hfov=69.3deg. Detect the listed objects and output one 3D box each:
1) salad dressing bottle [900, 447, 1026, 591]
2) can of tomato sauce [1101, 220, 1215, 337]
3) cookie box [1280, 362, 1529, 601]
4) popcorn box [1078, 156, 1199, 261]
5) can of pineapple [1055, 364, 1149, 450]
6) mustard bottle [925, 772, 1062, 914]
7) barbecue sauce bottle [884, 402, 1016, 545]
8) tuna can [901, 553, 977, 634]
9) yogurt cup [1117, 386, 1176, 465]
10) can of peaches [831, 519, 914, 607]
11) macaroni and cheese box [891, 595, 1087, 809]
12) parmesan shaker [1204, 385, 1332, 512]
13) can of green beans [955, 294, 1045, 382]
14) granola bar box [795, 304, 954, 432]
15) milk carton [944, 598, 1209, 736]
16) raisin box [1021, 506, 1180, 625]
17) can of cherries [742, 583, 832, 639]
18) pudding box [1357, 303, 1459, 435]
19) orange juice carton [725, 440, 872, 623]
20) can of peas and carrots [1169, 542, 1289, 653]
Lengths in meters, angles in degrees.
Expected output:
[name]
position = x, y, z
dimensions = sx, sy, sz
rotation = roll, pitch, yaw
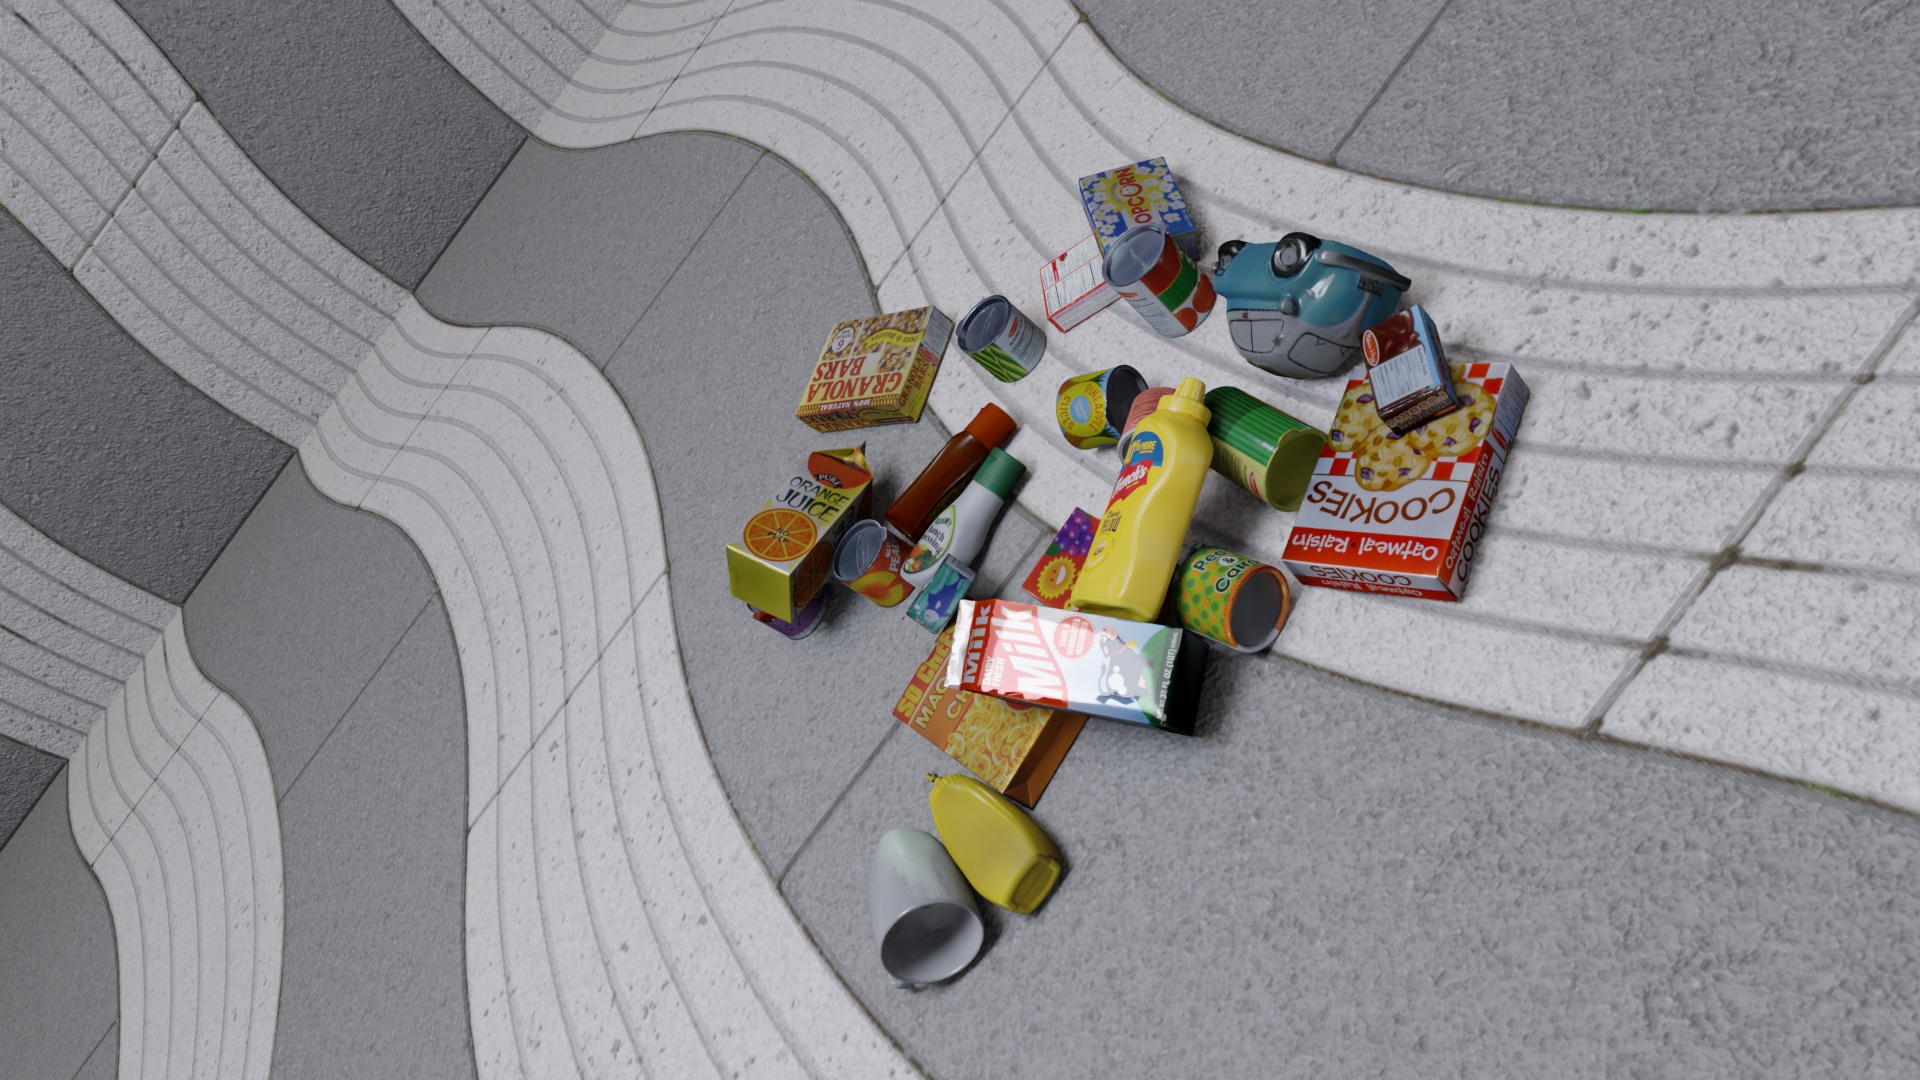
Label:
[salad dressing bottle]
position = 0.005, -0.016, 1.268
dimensions = 0.147, 0.044, 0.064
rotation = -55, 28, -1
[can of tomato sauce]
position = 0.176, -0.229, 1.218
dimensions = 0.071, 0.083, 0.071
rotation = -26, 46, 31
[cookie box]
position = 0.312, -0.044, 0.976
dimensions = 0.123, 0.040, 0.168
rotation = 6, 66, 48
[popcorn box]
position = 0.165, -0.300, 1.291
dimensions = 0.085, 0.038, 0.127
rotation = -14, 47, 2
[can of pineapple]
position = 0.123, -0.114, 1.199
dimensions = 0.057, 0.071, 0.071
rotation = -9, 56, 43
[mustard bottle]
position = 0.016, 0.221, 1.076
dimensions = 0.065, 0.048, 0.160
rotation = -54, 38, 3
[barbecue sauce bottle]
position = -0.008, -0.064, 1.308
dimensions = 0.044, 0.065, 0.148
rotation = 40, 85, 8
[tuna can]
position = -0.018, 0.049, 1.203
dimensions = 0.071, 0.033, 0.071
rotation = -54, 1, 1
[yogurt cup]
position = 0.165, -0.089, 1.142
dimensions = 0.072, 0.072, 0.054
rotation = -20, 41, 36
[can of peaches]
position = -0.077, 0.021, 1.314
dimensions = 0.071, 0.058, 0.071
rotation = -26, 45, 30
[macaroni and cheese box]
position = 0.029, 0.127, 1.139
dimensions = 0.166, 0.040, 0.124
rotation = 26, 81, 51
[parmesan shaker]
position = 0.226, -0.074, 1.061
dimensions = 0.071, 0.071, 0.103
rotation = -52, 38, 3
[can of green beans]
position = 0.040, -0.196, 1.354
dimensions = 0.071, 0.057, 0.071
rotation = -26, 46, 31
[granola bar box]
position = -0.093, -0.183, 1.497
dimensions = 0.165, 0.039, 0.124
rotation = -1, 61, 45
[milk carton]
position = 0.079, 0.091, 1.031
dimensions = 0.190, 0.073, 0.072
rotation = 7, 80, 26
[raisin box]
position = 0.117, 0.034, 1.120
dimensions = 0.086, 0.040, 0.123
rotation = -56, 39, -1
[can of cherries]
position = -0.173, 0.056, 1.386
dimensions = 0.071, 0.058, 0.072
rotation = -27, 46, 32
[pudding box]
position = 0.314, -0.120, 0.974
dimensions = 0.049, 0.030, 0.084
rotation = -28, 43, 30
[orange juice carton]
position = -0.143, -0.017, 1.351
dimensions = 0.073, 0.071, 0.194
rotation = 23, 49, 17
[can of peas and carrots]
position = 0.196, 0.040, 1.008
dimensions = 0.059, 0.071, 0.071
rotation = 22, 80, 50
